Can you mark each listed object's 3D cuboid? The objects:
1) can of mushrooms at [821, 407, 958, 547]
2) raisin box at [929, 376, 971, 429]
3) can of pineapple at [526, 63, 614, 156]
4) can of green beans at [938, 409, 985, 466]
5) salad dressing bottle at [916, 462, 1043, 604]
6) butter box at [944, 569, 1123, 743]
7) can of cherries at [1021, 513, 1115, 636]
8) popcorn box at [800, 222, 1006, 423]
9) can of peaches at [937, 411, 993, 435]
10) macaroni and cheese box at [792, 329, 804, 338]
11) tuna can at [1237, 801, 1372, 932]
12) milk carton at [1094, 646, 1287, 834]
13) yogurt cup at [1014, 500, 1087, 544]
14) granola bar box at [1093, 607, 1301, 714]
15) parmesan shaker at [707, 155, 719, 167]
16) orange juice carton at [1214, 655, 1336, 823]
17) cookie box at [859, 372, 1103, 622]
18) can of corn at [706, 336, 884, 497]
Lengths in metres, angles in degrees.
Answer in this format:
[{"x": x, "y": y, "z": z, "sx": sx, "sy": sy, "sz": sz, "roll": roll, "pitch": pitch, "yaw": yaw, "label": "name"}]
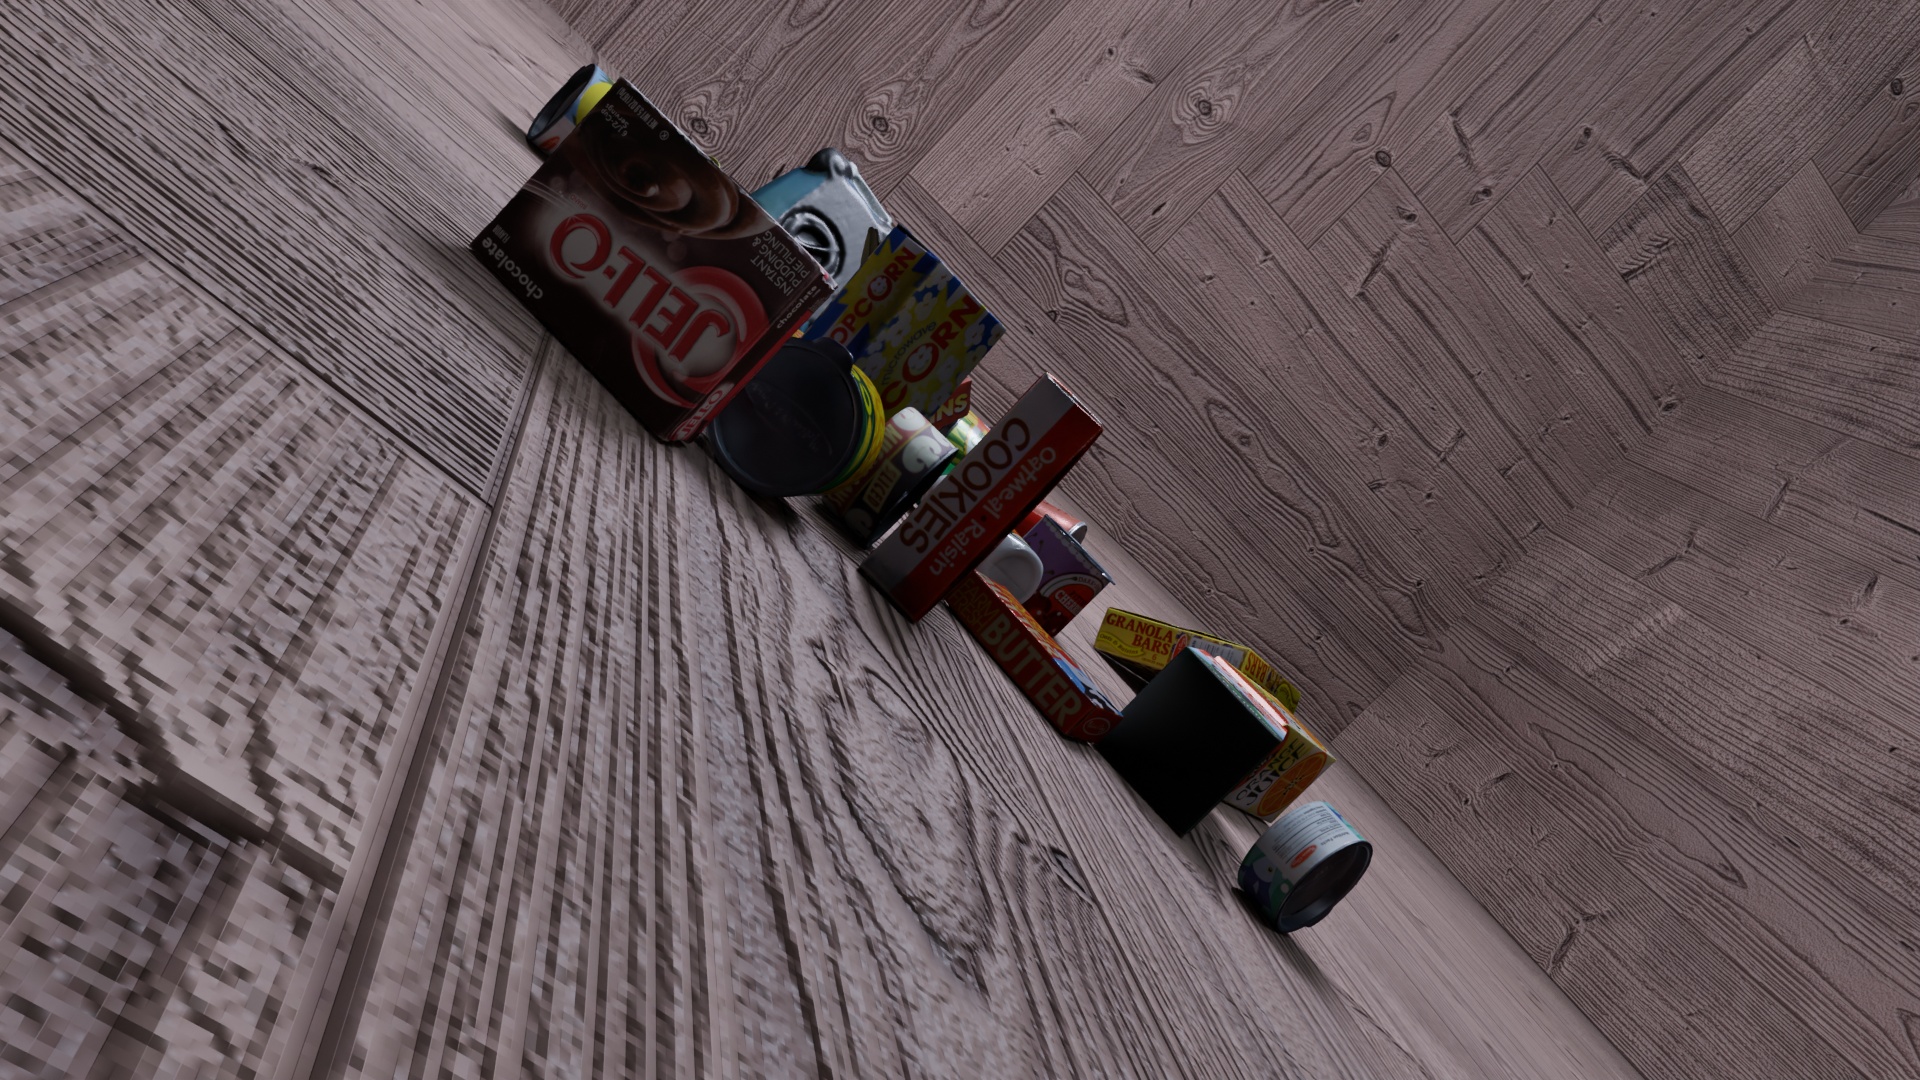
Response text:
[{"x": -0.035, "y": -0.031, "z": 0.681, "sx": 0.033, "sy": 0.071, "sz": 0.071, "roll": 44, "pitch": 6, "yaw": 2, "label": "can of mushrooms"}, {"x": -0.061, "y": -0.122, "z": 0.986, "sx": 0.124, "sy": 0.086, "sz": 0.039, "roll": 49, "pitch": -28, "yaw": 33, "label": "raisin box"}, {"x": -0.240, "y": -0.271, "z": 0.916, "sx": 0.057, "sy": 0.071, "sz": 0.071, "roll": 41, "pitch": 7, "yaw": -33, "label": "can of pineapple"}, {"x": -0.001, "y": -0.050, "z": 1.008, "sx": 0.058, "sy": 0.071, "sz": 0.071, "roll": 44, "pitch": 6, "yaw": -9, "label": "can of green beans"}, {"x": 0.003, "y": -0.011, "z": 0.885, "sx": 0.064, "sy": 0.044, "sz": 0.148, "roll": 41, "pitch": 7, "yaw": -36, "label": "salad dressing bottle"}, {"x": 0.038, "y": 0.061, "z": 0.729, "sx": 0.104, "sy": 0.024, "sz": 0.053, "roll": 48, "pitch": 7, "yaw": 24, "label": "butter box"}, {"x": 0.064, "y": 0.026, "z": 0.966, "sx": 0.071, "sy": 0.058, "sz": 0.071, "roll": 44, "pitch": 5, "yaw": -5, "label": "can of cherries"}, {"x": -0.044, "y": -0.088, "z": 0.715, "sx": 0.038, "sy": 0.126, "sz": 0.085, "roll": 43, "pitch": 4, "yaw": 30, "label": "popcorn box"}, {"x": -0.010, "y": -0.080, "z": 1.128, "sx": 0.058, "sy": 0.071, "sz": 0.071, "roll": 40, "pitch": 8, "yaw": -29, "label": "can of peaches"}, {"x": -0.109, "y": -0.103, "z": 0.790, "sx": 0.124, "sy": 0.040, "sz": 0.166, "roll": 47, "pitch": 7, "yaw": 33, "label": "macaroni and cheese box"}, {"x": 0.181, "y": 0.172, "z": 0.730, "sx": 0.033, "sy": 0.071, "sz": 0.071, "roll": 48, "pitch": 7, "yaw": 38, "label": "tuna can"}, {"x": 0.140, "y": 0.113, "z": 0.815, "sx": 0.072, "sy": 0.073, "sz": 0.190, "roll": 46, "pitch": 6, "yaw": 15, "label": "milk carton"}, {"x": 0.057, "y": -0.001, "z": 1.072, "sx": 0.054, "sy": 0.072, "sz": 0.072, "roll": 37, "pitch": 4, "yaw": 15, "label": "yogurt cup"}, {"x": 0.199, "y": 0.107, "z": 1.147, "sx": 0.124, "sy": 0.039, "sz": 0.165, "roll": 16, "pitch": -10, "yaw": 31, "label": "granola bar box"}, {"x": -0.187, "y": -0.246, "z": 1.076, "sx": 0.071, "sy": 0.071, "sz": 0.103, "roll": 47, "pitch": 7, "yaw": 23, "label": "parmesan shaker"}, {"x": 0.201, "y": 0.142, "z": 1.003, "sx": 0.072, "sy": 0.073, "sz": 0.192, "roll": 48, "pitch": 8, "yaw": 32, "label": "orange juice carton"}, {"x": 0.015, "y": -0.026, "z": 0.697, "sx": 0.040, "sy": 0.123, "sz": 0.167, "roll": 43, "pitch": 6, "yaw": -1, "label": "cookie box"}, {"x": -0.068, "y": -0.053, "z": 0.598, "sx": 0.071, "sy": 0.071, "sz": 0.058, "roll": 45, "pitch": 5, "yaw": 4, "label": "can of corn"}]
